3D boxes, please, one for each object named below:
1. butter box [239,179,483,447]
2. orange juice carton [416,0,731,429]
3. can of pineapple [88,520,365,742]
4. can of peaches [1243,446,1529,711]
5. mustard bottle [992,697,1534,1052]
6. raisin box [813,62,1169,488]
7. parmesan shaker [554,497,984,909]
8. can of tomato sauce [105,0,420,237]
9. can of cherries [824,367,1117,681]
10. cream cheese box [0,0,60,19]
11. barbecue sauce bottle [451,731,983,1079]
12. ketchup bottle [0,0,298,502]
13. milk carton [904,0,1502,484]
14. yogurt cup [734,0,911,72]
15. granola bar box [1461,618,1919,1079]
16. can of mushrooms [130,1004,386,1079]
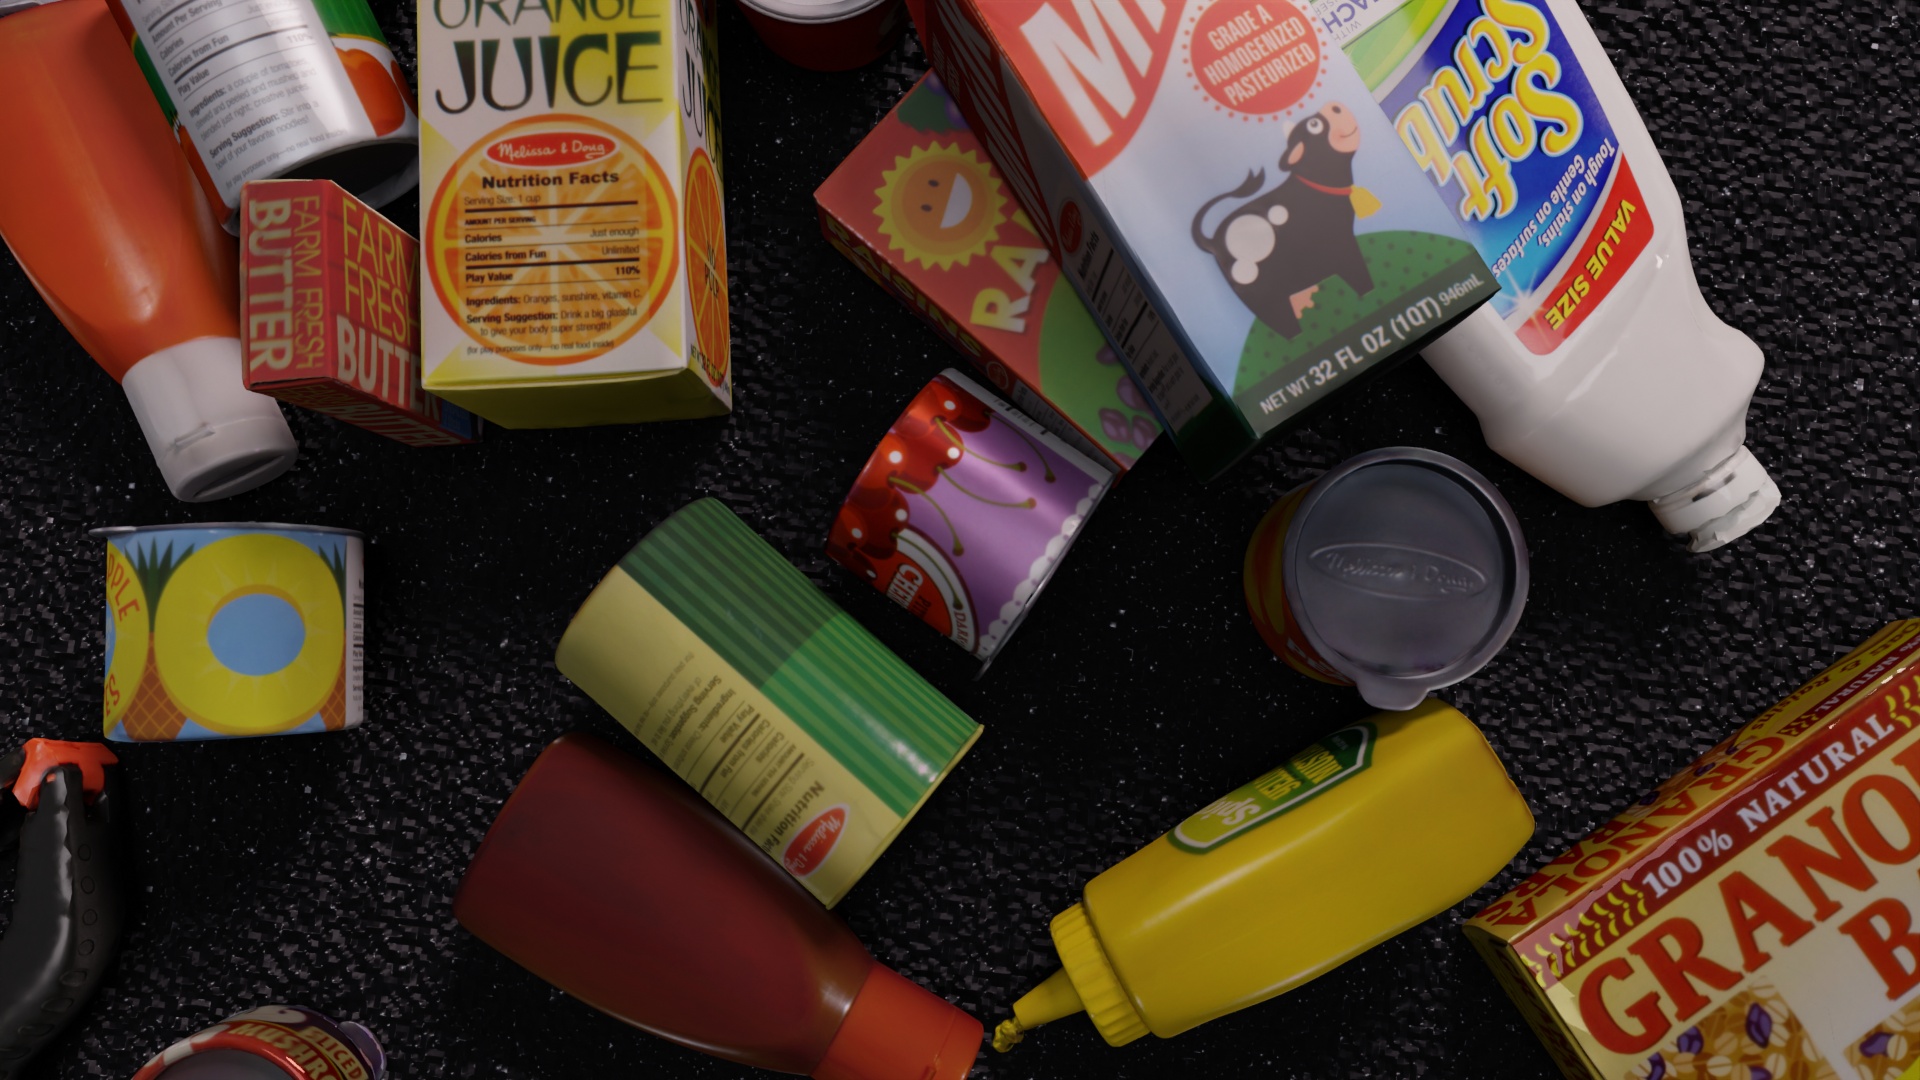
[{"bbox_3d":[-0.162,-0.059,0.385,0.024,0.103,0.053,-3,86,1],"label":"butter box"},{"bbox_3d":[-0.112,-0.134,0.408,0.073,0.072,0.192,-3,85,0],"label":"orange juice carton"},{"bbox_3d":[-0.207,0.026,0.395,0.071,0.071,0.058,-2,85,0],"label":"can of pineapple"},{"bbox_3d":[0.119,0.012,0.399,0.071,0.058,0.071,0,85,0],"label":"can of peaches"},{"bbox_3d":[0.077,0.101,0.389,0.160,0.065,0.049,-30,90,1],"label":"mustard bottle"},{"bbox_3d":[0.030,-0.089,0.419,0.123,0.040,0.086,41,86,3],"label":"raisin box"},{"bbox_3d":[-0.052,0.042,0.392,0.103,0.071,0.071,41,86,4],"label":"parmesan shaker"},{"bbox_3d":[-0.202,-0.140,0.408,0.071,0.071,0.083,-26,94,-2],"label":"can of tomato sauce"},{"bbox_3d":[0.001,-0.005,0.396,0.058,0.071,0.071,34,86,3],"label":"can of cherries"},{"bbox_3d":[-0.338,-0.178,0.437,0.104,0.024,0.053,-14,84,-1],"label":"cream cheese box"},{"bbox_3d":[-0.066,0.117,0.398,0.148,0.043,0.065,30,86,2],"label":"barbecue sauce bottle"},{"bbox_3d":[-0.247,-0.085,0.418,0.065,0.043,0.149,-26,85,-5],"label":"ketchup bottle"},{"bbox_3d":[0.048,-0.117,0.364,0.072,0.073,0.190,-32,85,-4],"label":"milk carton"},{"bbox_3d":[-0.042,-0.178,0.420,0.072,0.054,0.072,0,85,1],"label":"yogurt cup"},{"bbox_3d":[0.252,0.118,0.397,0.166,0.039,0.124,-34,85,-3],"label":"granola bar box"},{"bbox_3d":[-0.203,0.169,0.398,0.071,0.033,0.071,0,84,1],"label":"can of mushrooms"}]
